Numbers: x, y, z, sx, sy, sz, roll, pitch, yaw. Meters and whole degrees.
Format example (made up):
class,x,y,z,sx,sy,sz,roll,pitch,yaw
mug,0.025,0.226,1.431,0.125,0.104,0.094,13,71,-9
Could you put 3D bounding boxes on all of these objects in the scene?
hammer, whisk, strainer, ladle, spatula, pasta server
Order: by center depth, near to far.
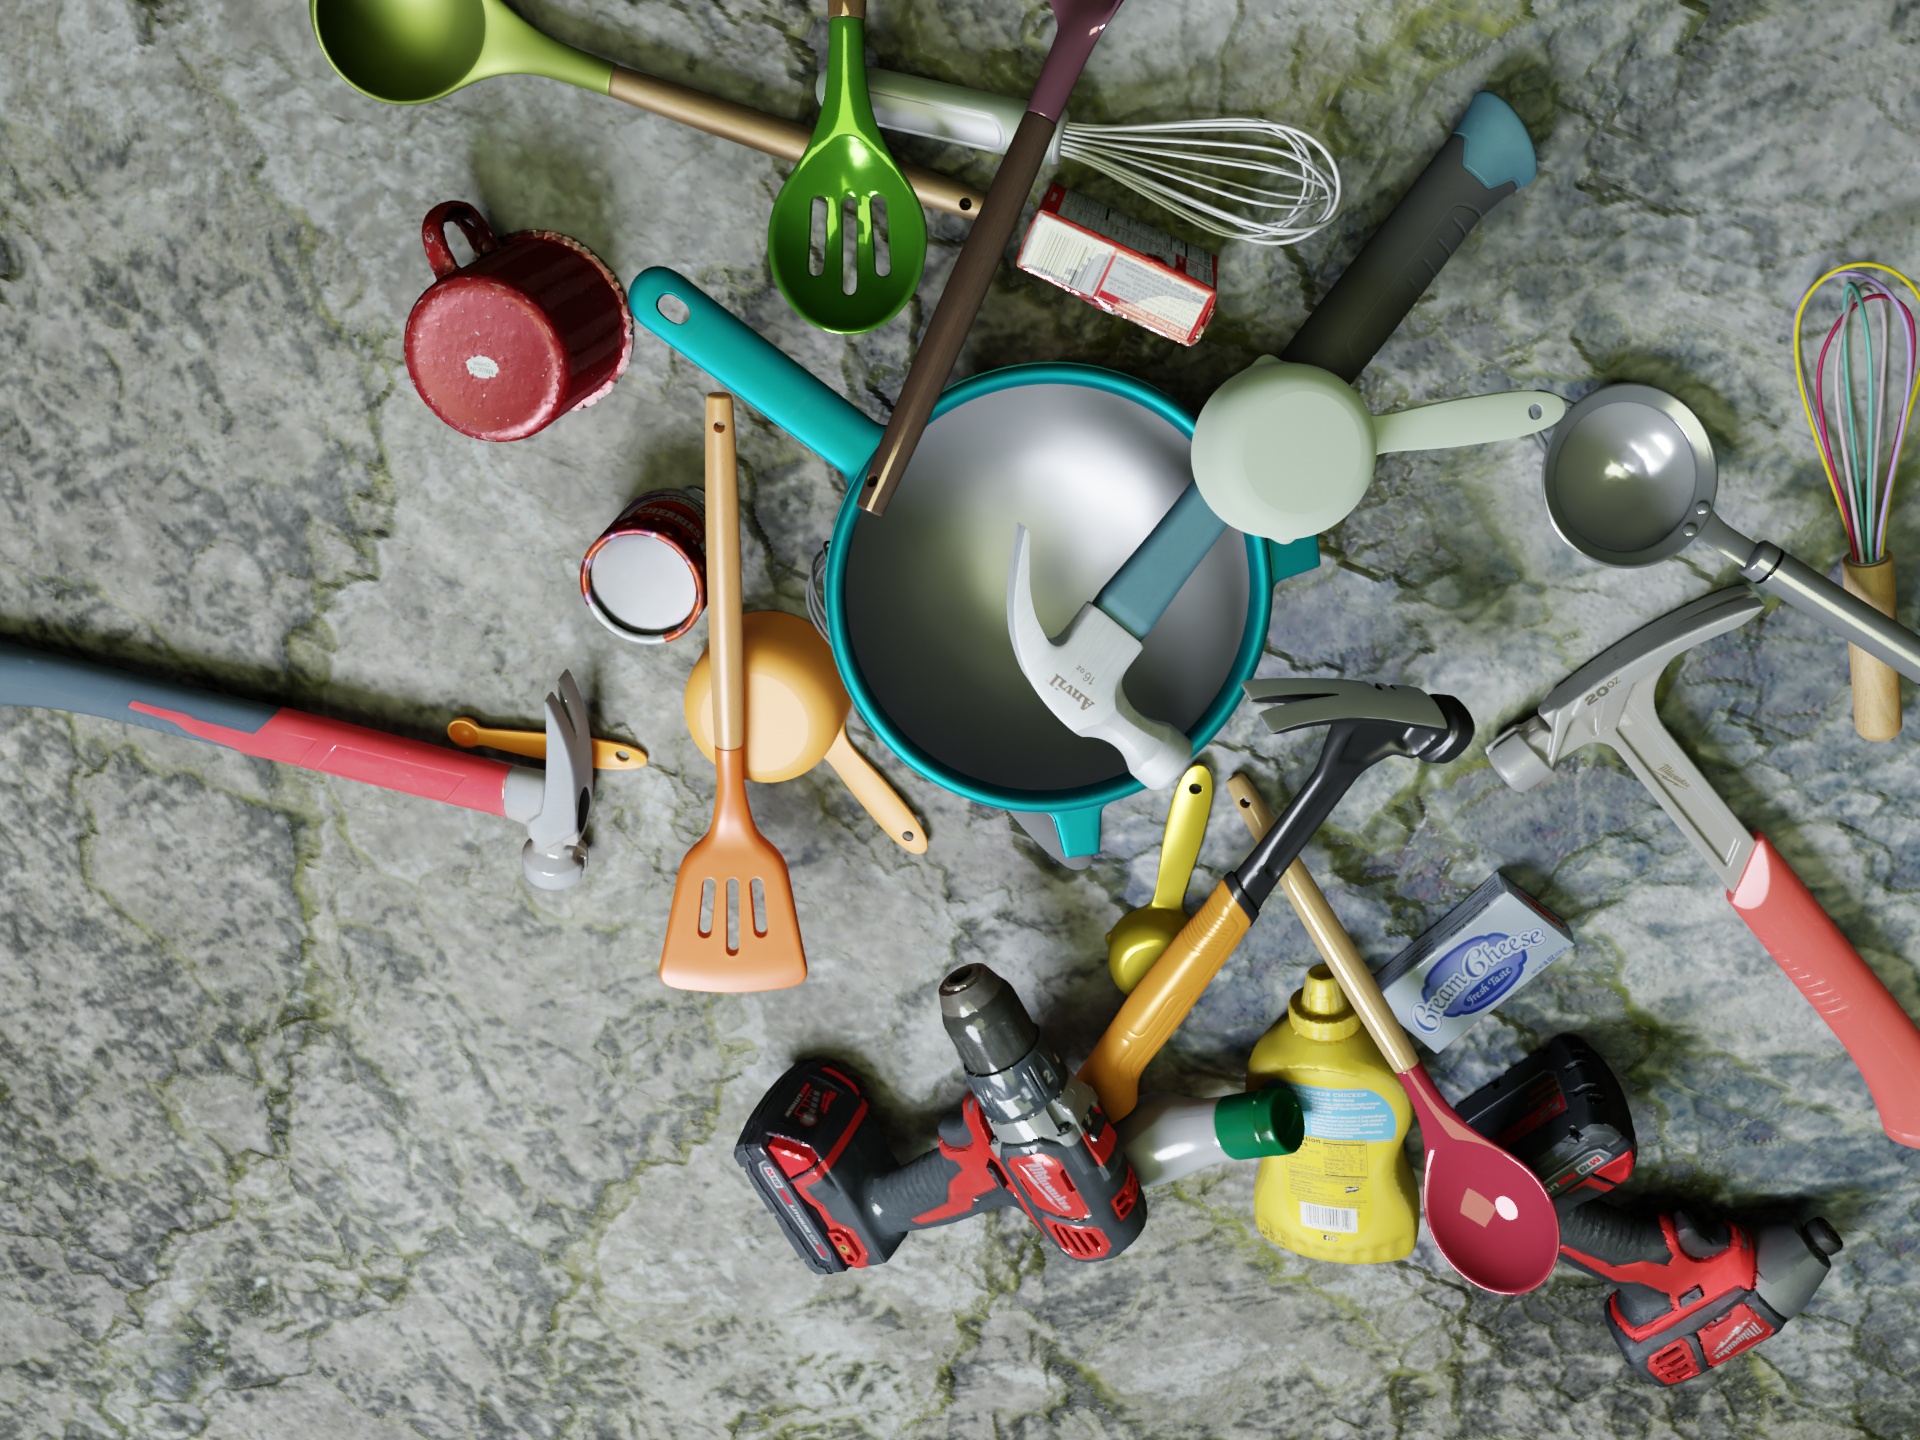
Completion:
class,x,y,z,sx,sy,sz,roll,pitch,yaw
pasta server,0.019,-0.237,0.687,0.060,0.040,0.316,29,99,33
hammer,0.142,-0.134,0.713,0.128,0.033,0.331,37,95,-11
whisk,0.052,-0.261,0.719,0.246,0.059,0.057,15,145,6
ladle,-0.137,-0.283,0.730,0.320,0.062,0.078,18,121,-3
whisk,0.429,-0.095,0.746,0.047,0.051,0.244,-15,116,9
strainer,0.367,-0.078,0.747,0.258,0.050,0.087,32,89,1
strainer,-0.012,-0.104,0.772,0.340,0.095,0.211,36,96,-8
spatula,-0.119,-0.006,0.815,0.081,0.041,0.322,0,116,-4
hammer,0.130,0.110,0.839,0.127,0.034,0.336,5,131,-29
hammer,0.444,0.098,0.843,0.149,0.037,0.359,-38,105,23
whisk,-0.001,-0.003,0.854,0.055,0.055,0.238,-32,112,22
ladle,0.228,0.167,0.865,0.069,0.031,0.315,-31,89,23
hammer,-0.399,-0.006,0.908,0.386,0.038,0.143,13,129,3

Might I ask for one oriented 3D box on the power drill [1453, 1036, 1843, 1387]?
class,x,y,z,sx,sy,sz,roll,pitch,yaw
power drill,0.397,0.291,0.927,0.219,0.079,0.143,39,115,-14

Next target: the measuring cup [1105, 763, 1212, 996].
class,x,y,z,sx,sy,sz,roll,pitch,yaw
measuring cup,0.119,0.096,0.893,0.062,0.029,0.156,10,120,4

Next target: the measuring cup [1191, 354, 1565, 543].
class,x,y,z,sx,sy,sz,roll,pitch,yaw
measuring cup,0.185,-0.122,0.682,0.167,0.038,0.083,-9,102,-2

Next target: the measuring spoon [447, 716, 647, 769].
class,x,y,z,sx,sy,sz,roll,pitch,yaw
measuring spoon,-0.238,0.012,0.920,0.117,0.011,0.021,8,128,1

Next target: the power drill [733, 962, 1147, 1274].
class,x,y,z,sx,sy,sz,roll,pitch,yaw
power drill,-0.021,0.235,0.924,0.227,0.080,0.187,-17,111,33

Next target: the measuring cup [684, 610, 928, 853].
class,x,y,z,sx,sy,sz,roll,pitch,yaw
measuring cup,-0.079,0.021,0.874,0.095,0.052,0.173,-35,105,22

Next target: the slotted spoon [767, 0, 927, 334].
class,x,y,z,sx,sy,sz,roll,pitch,yaw
slotted spoon,-0.045,-0.324,0.674,0.070,0.031,0.313,2,102,0
